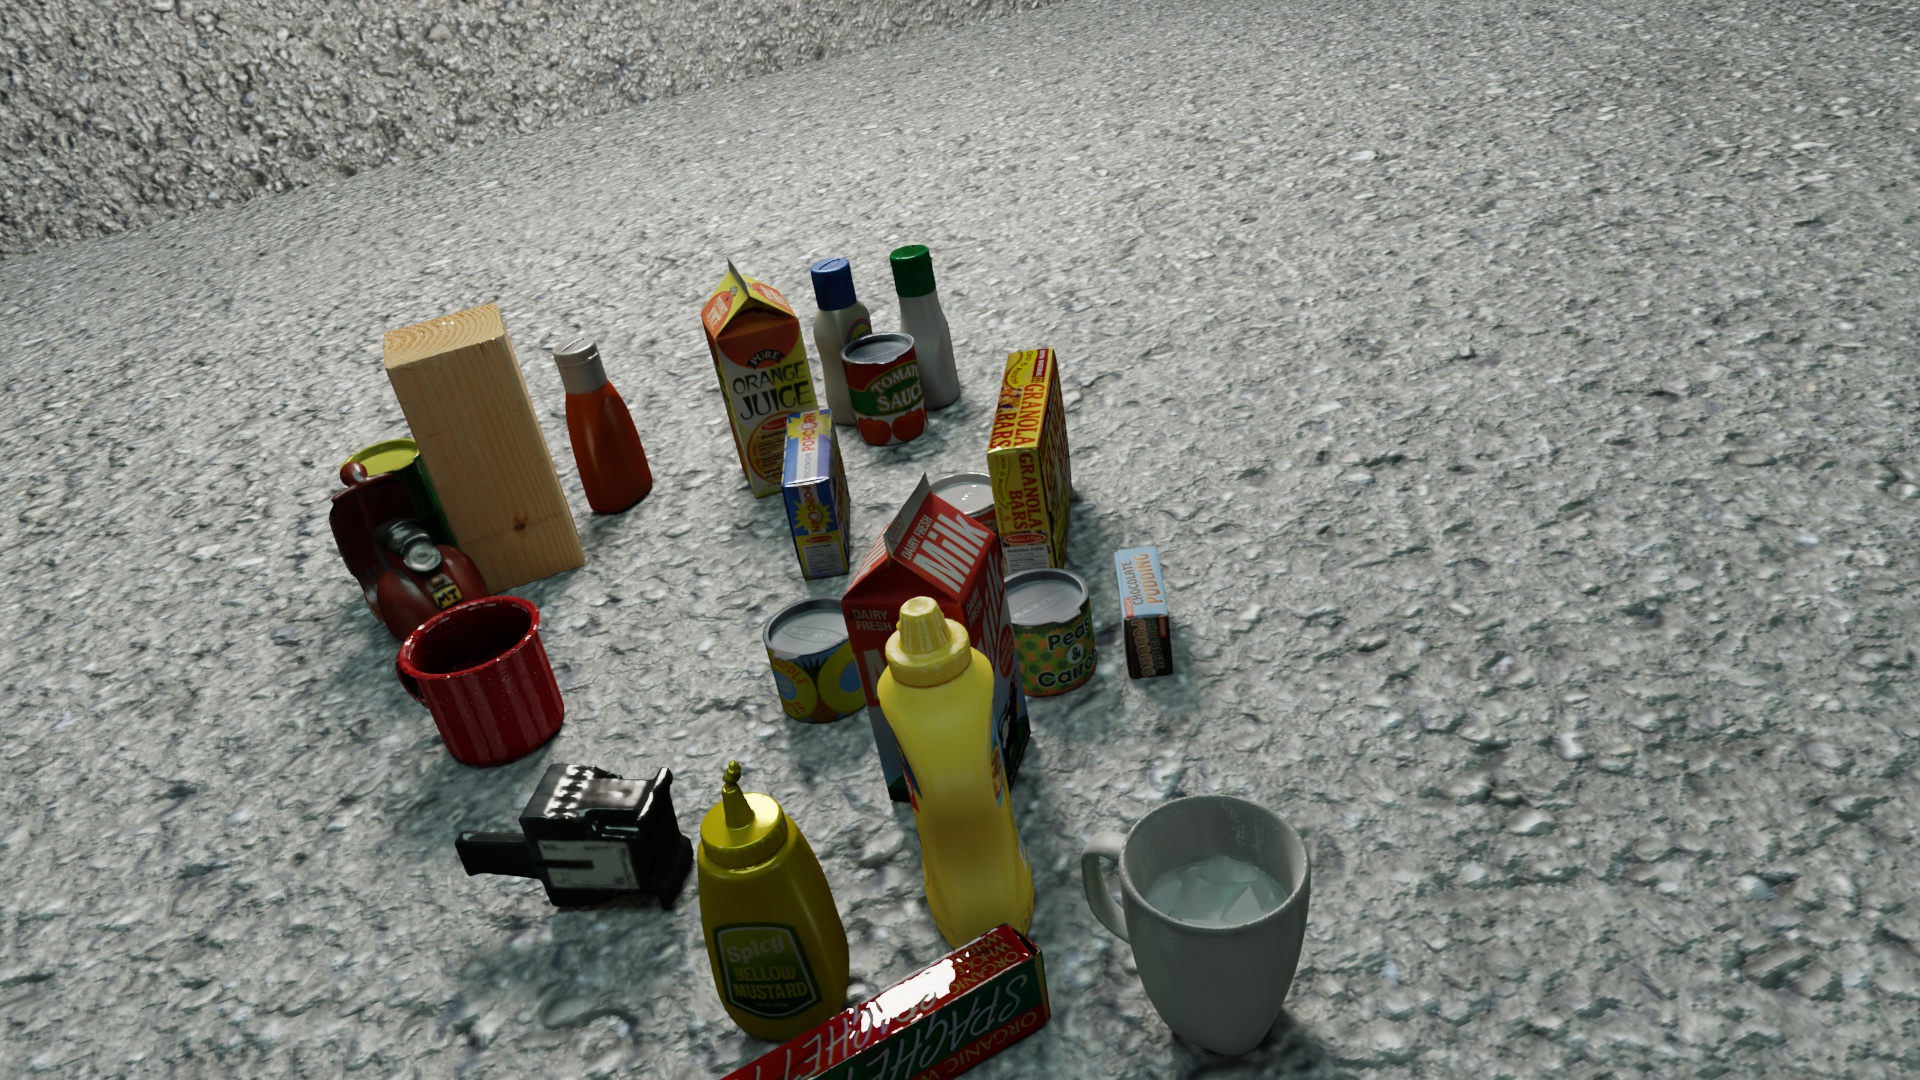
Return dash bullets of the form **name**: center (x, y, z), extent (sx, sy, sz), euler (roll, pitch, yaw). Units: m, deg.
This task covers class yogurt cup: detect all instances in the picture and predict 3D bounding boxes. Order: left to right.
- **yogurt cup**: center (0.004, -0.013, 1.046), extent (0.072, 0.053, 0.073), euler (-8, 30, 5)

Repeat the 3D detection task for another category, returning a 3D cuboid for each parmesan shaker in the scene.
- **parmesan shaker**: center (-0.464, -0.024, 1.159), extent (0.071, 0.102, 0.071), euler (-8, 30, 5)

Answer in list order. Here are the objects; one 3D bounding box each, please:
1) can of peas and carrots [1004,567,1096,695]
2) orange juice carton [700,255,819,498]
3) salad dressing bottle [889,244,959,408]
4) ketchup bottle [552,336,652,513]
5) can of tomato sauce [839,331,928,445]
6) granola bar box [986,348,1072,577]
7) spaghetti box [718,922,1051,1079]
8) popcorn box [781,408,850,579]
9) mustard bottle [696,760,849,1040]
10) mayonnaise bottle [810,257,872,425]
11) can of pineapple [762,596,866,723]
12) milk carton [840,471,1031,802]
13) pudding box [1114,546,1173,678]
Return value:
- **can of peas and carrots**: center (0.055, 0.060, 0.903), extent (0.071, 0.058, 0.071), euler (-8, 30, 5)
- **orange juice carton**: center (-0.168, -0.141, 1.176), extent (0.073, 0.191, 0.072), euler (-17, 31, -11)
- **salad dressing bottle**: center (-0.034, -0.195, 1.270), extent (0.044, 0.147, 0.064), euler (-1, 32, 16)
- **ketchup bottle**: center (-0.310, -0.100, 1.194), extent (0.043, 0.148, 0.065), euler (6, 34, 26)
- **can of tomato sauce**: center (-0.066, -0.135, 1.242), extent (0.071, 0.082, 0.071), euler (-8, 30, 5)
- **granola bar box**: center (0.055, -0.052, 1.026), extent (0.039, 0.123, 0.166), euler (-4, 31, 11)
- **spaghetti box**: center (-0.071, 0.253, 0.627), extent (0.251, 0.050, 0.029), euler (-23, 33, -21)
- **popcorn box**: center (-0.113, -0.039, 1.093), extent (0.038, 0.084, 0.127), euler (-10, 30, 1)
- **mustard bottle**: center (-0.095, 0.170, 0.664), extent (0.065, 0.159, 0.049), euler (-6, 31, 8)
- **mayonnaise bottle**: center (-0.105, -0.183, 1.271), extent (0.041, 0.147, 0.065), euler (10, 36, 32)
- **can of pineapple**: center (-0.094, 0.079, 0.917), extent (0.071, 0.057, 0.071), euler (-8, 30, 5)
- **milk carton**: center (-0.014, 0.059, 0.796), extent (0.073, 0.189, 0.073), euler (1, 32, 19)
- **pudding box**: center (0.120, 0.046, 0.915), extent (0.030, 0.049, 0.084), euler (-7, 31, 6)
